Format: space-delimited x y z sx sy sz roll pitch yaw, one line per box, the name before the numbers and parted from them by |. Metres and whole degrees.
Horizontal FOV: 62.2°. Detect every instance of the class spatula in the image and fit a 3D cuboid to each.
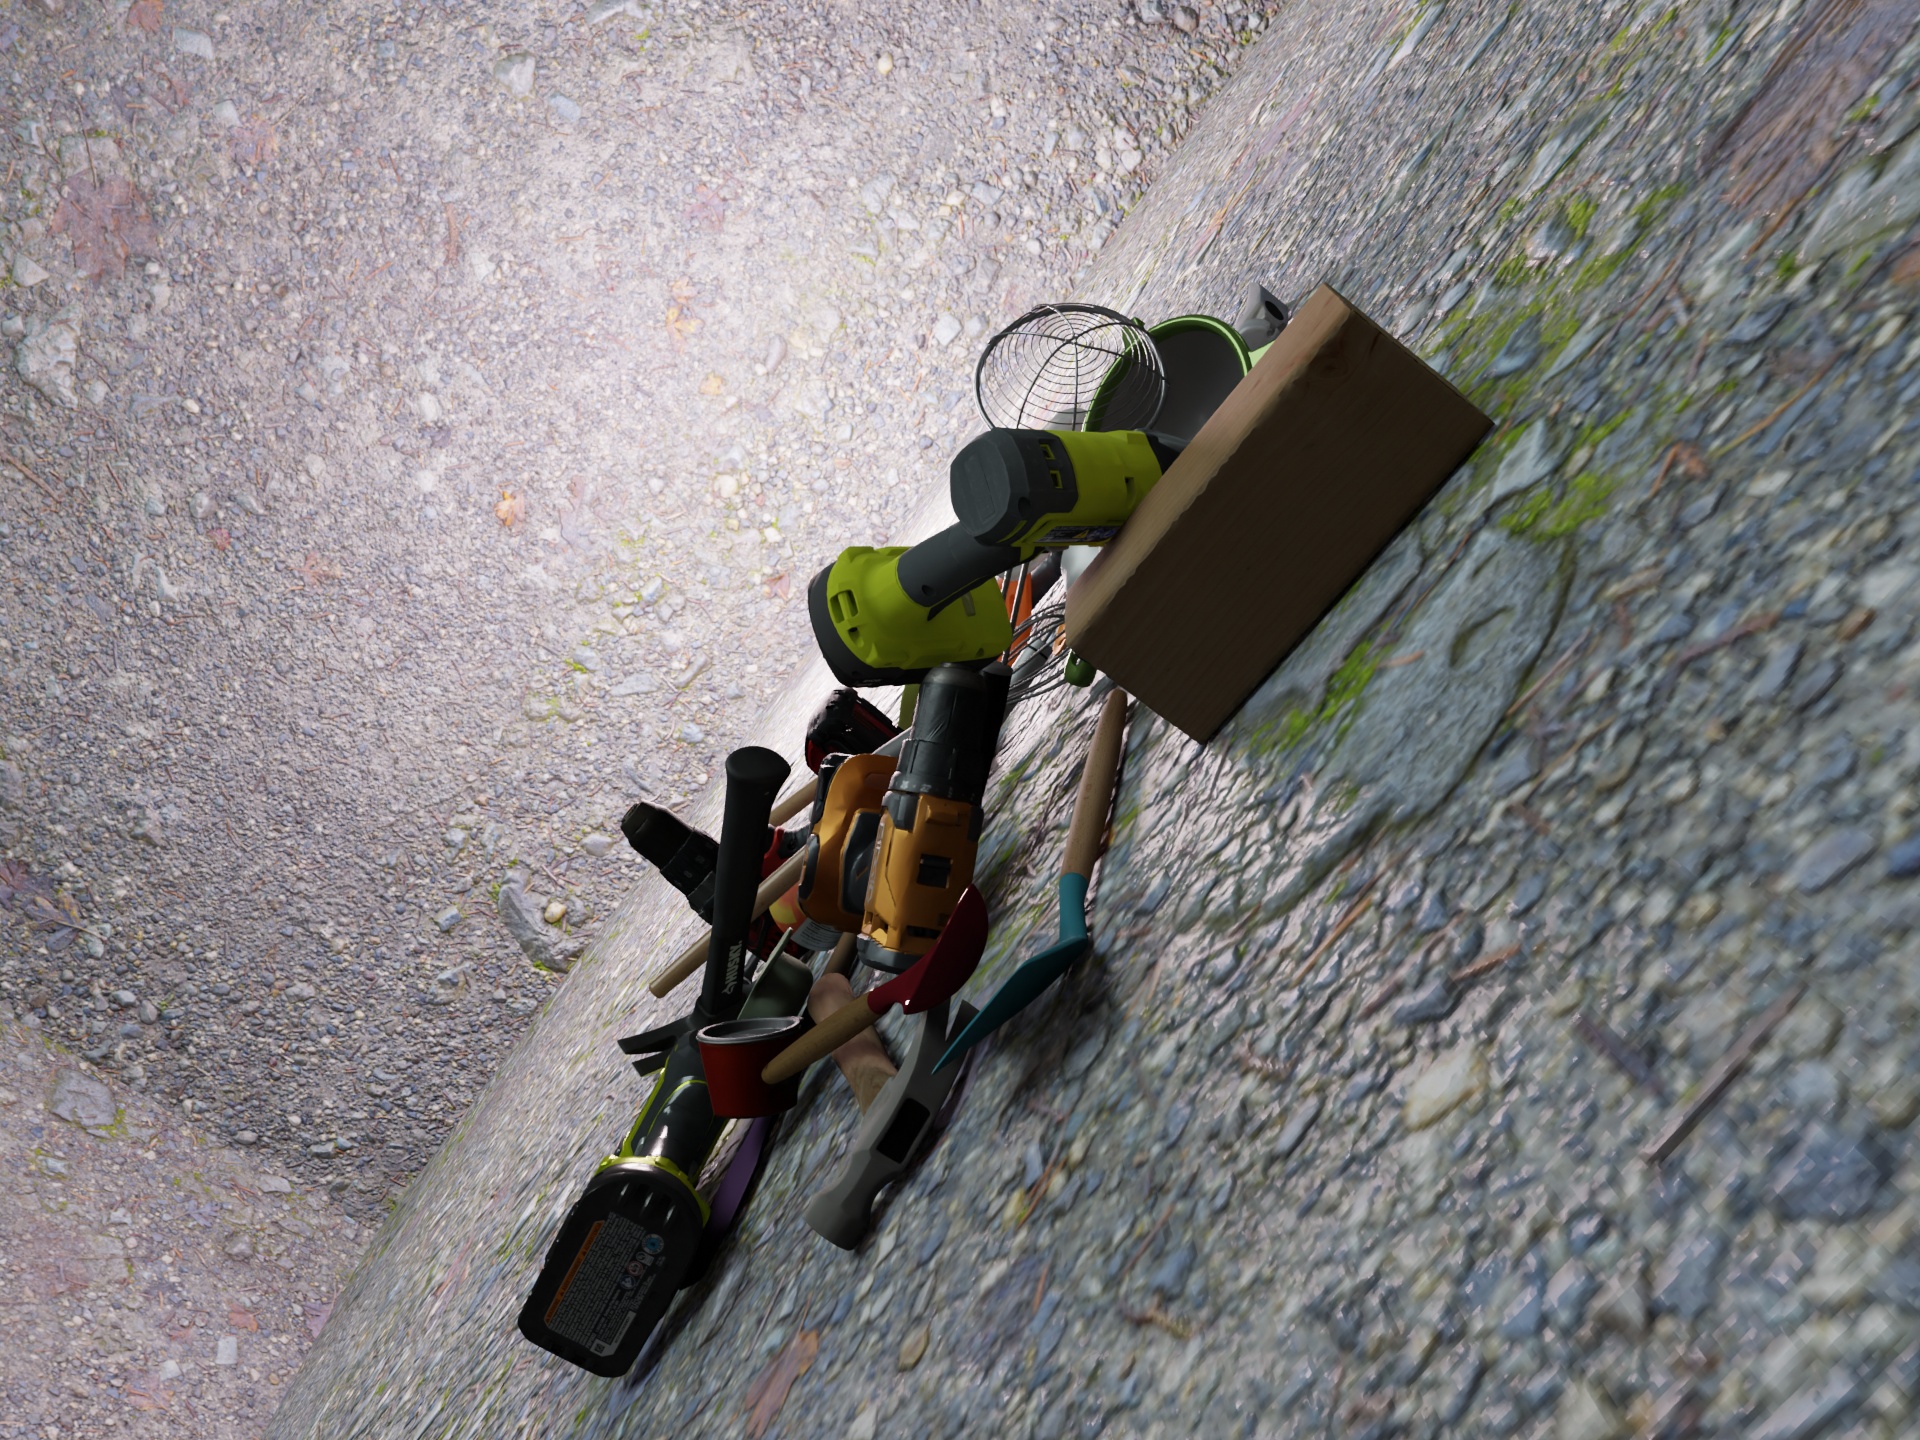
spatula | 0.054 0.062 0.825 0.082 0.044 0.318 -56 7 33
spatula | -0.119 0.243 1.089 0.059 0.018 0.316 -41 18 48
spatula | 0.008 -0.005 1.236 0.081 0.041 0.323 -42 18 41

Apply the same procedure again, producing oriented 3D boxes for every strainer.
strainer | 0.137 -0.139 1.067 0.152 0.069 0.256 27 100 50
strainer | 0.061 -0.061 1.164 0.258 0.050 0.087 -56 -7 -4

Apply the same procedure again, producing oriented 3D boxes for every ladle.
ladle | -0.055 0.161 0.870 0.069 0.031 0.315 -58 8 -34
ladle | -0.126 0.042 1.475 0.320 0.062 0.078 -37 -1 20

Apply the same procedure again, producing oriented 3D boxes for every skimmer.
skimmer | 0.044 -0.098 1.069 0.090 0.127 0.363 -39 -37 -72

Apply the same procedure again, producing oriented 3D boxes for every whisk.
whisk | -0.001 -0.003 1.127 0.239 0.055 0.055 -37 15 15

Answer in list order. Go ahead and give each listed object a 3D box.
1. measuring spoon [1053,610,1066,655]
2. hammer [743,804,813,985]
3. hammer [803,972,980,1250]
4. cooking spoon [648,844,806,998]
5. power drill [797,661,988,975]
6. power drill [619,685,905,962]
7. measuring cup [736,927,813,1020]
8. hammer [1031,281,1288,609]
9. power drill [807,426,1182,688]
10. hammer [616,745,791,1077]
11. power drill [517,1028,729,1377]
measuring spoon | 0.092 -0.090 1.234 0.021 0.011 0.117 -37 24 47
hammer | -0.184 0.220 1.403 0.409 0.036 0.149 -61 13 -27
hammer | -0.058 0.194 0.936 0.130 0.031 0.331 -56 10 -4
cooking spoon | -0.107 0.097 1.184 0.319 0.017 0.069 -41 10 -3
power drill | -0.039 0.060 1.013 0.226 0.084 0.185 175 106 -75
power drill | -0.147 0.077 1.287 0.226 0.188 0.080 -47 11 18
measuring cup | -0.119 0.181 1.082 0.083 0.038 0.167 -64 3 -33
hammer | 0.129 -0.193 1.311 0.386 0.038 0.143 -48 11 30
power drill | 0.026 -0.096 0.925 0.171 0.080 0.223 -6 -16 -40
hammer | -0.161 0.134 1.097 0.146 0.035 0.334 -26 -30 -31
power drill | -0.217 0.330 1.065 0.190 0.080 0.228 -61 4 9
